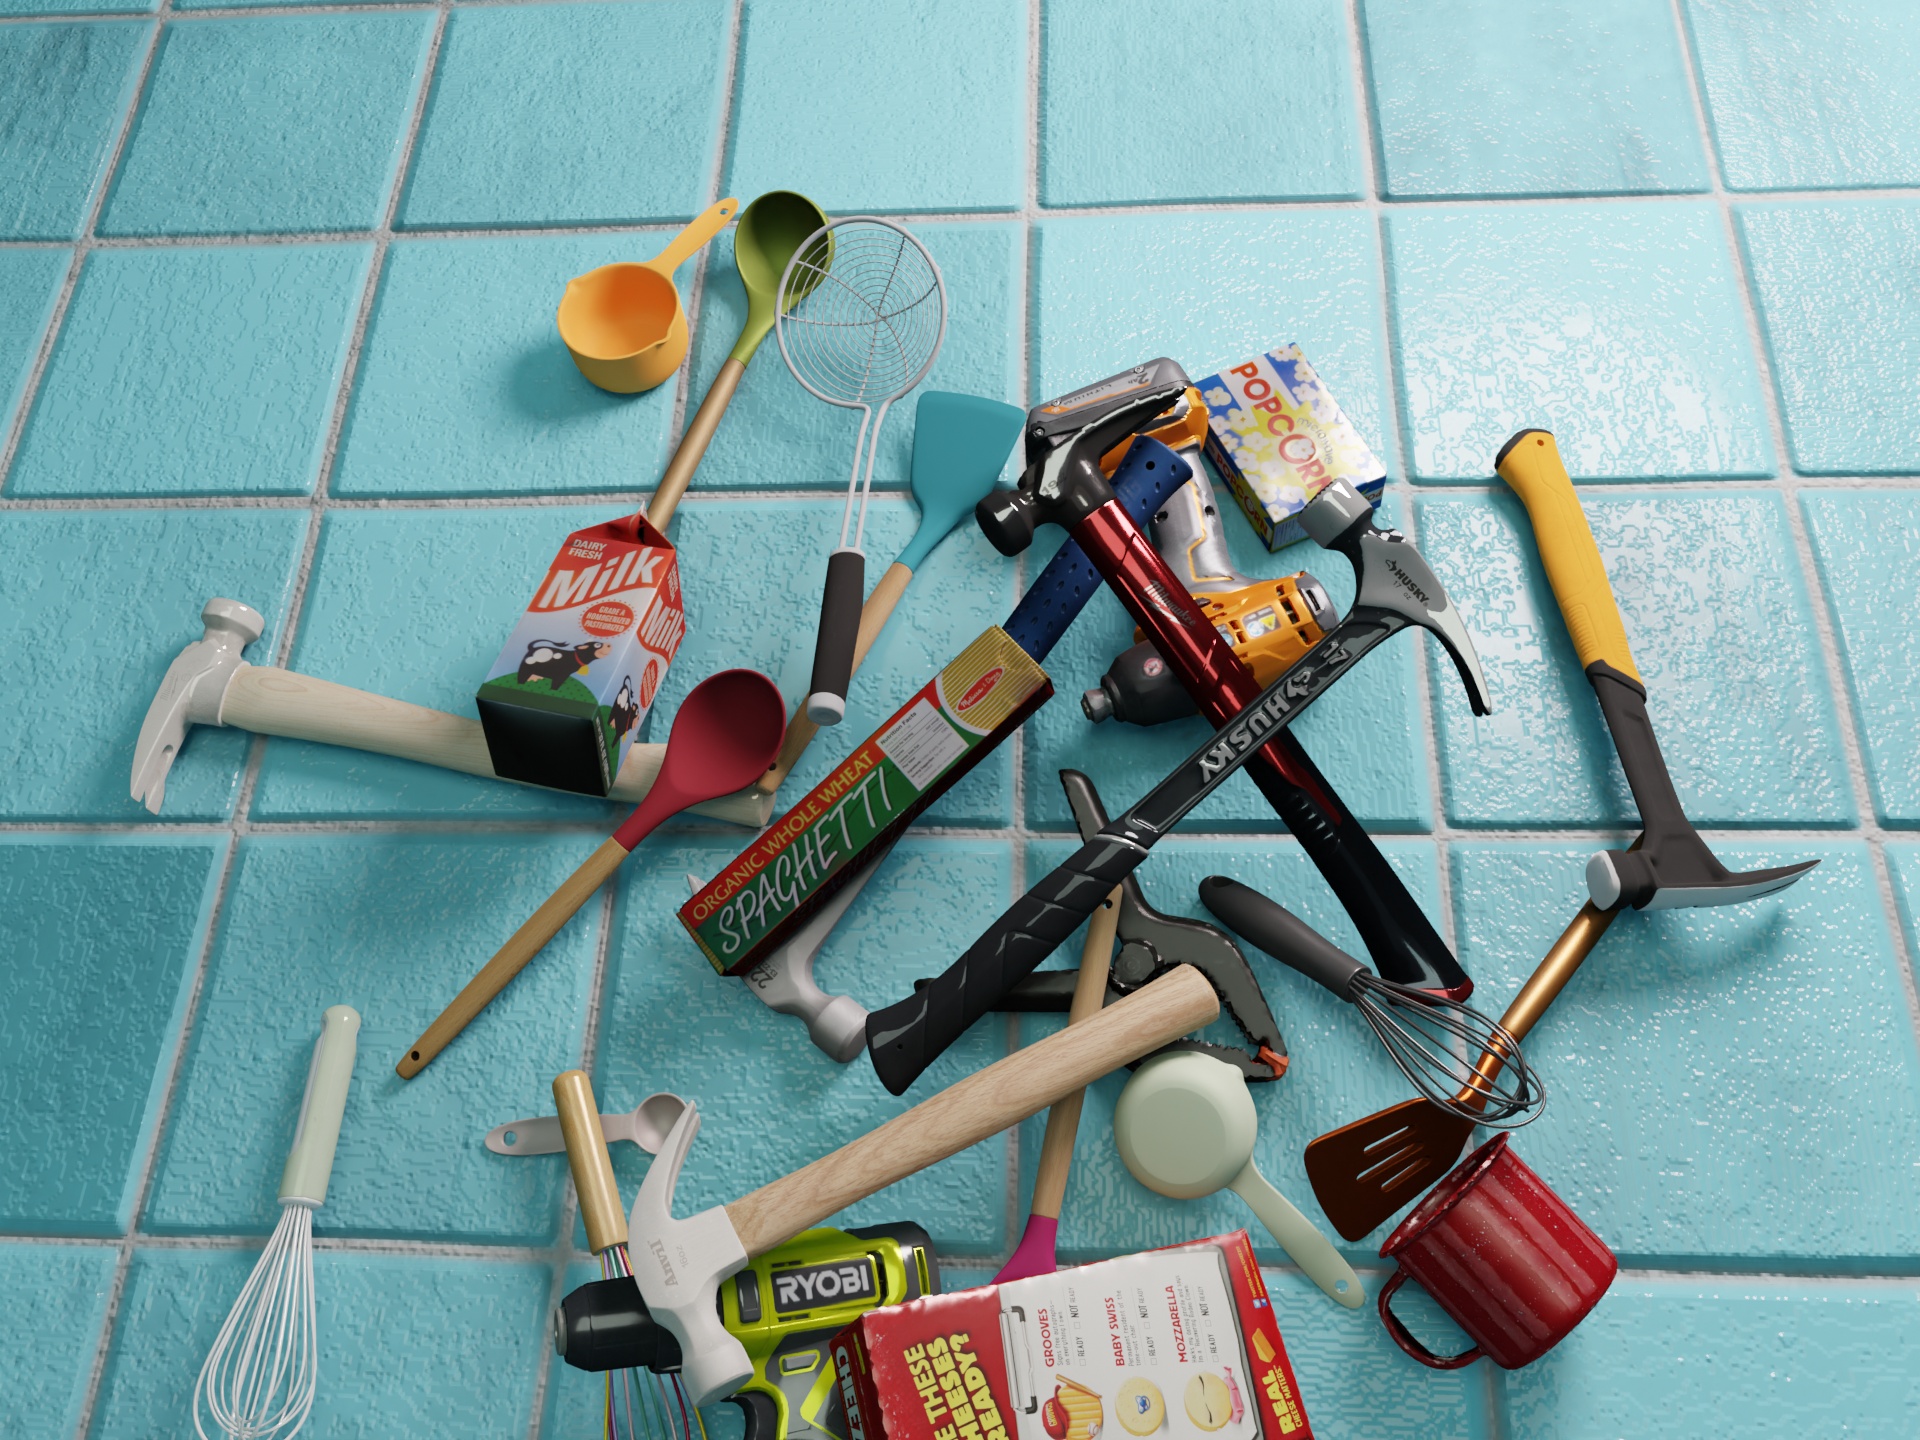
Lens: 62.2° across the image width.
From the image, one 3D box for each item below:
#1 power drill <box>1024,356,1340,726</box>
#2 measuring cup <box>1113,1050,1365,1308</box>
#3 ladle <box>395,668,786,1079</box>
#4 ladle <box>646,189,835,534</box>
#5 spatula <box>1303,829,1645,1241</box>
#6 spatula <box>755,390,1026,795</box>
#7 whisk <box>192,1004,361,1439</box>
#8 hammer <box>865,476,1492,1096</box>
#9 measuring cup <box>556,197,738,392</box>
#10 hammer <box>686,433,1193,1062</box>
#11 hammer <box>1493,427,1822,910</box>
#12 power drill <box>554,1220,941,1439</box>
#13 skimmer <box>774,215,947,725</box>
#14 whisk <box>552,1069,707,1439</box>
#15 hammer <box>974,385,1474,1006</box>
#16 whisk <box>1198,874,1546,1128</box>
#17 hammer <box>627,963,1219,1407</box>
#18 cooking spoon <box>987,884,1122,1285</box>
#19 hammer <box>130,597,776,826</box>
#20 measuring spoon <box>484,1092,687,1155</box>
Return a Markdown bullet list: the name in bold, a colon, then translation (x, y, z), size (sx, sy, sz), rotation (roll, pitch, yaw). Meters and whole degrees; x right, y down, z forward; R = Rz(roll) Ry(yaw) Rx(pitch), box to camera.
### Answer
- **power drill**: translation (0.120, -0.105, 1.012), size (0.164, 0.084, 0.227), rotation (-23, 68, -4)
- **measuring cup**: translation (0.150, 0.250, 0.844), size (0.168, 0.038, 0.083), rotation (45, 101, 14)
- **ladle**: translation (-0.220, 0.093, 0.946), size (0.069, 0.031, 0.315), rotation (42, 84, 14)
- **ladle**: translation (-0.172, -0.236, 1.113), size (0.078, 0.062, 0.320), rotation (16, 69, 17)
- **spatula**: translation (0.308, 0.155, 0.884), size (0.322, 0.081, 0.041), rotation (-43, 31, -24)
- **spatula**: translation (-0.053, -0.086, 1.023), size (0.082, 0.044, 0.318), rotation (16, 59, 23)
- **whisk**: translation (-0.369, 0.276, 0.883), size (0.059, 0.057, 0.247), rotation (17, 56, -25)
- **hammer**: translation (0.106, 0.058, 0.866), size (0.409, 0.036, 0.149), rotation (-43, 85, 2)
- **measuring cup**: translation (-0.214, -0.309, 1.155), size (0.095, 0.052, 0.174), rotation (32, 68, 18)
- **hammer**: translation (-0.002, -0.003, 0.948), size (0.144, 0.035, 0.405), rotation (35, 85, 21)
- **hammer**: translation (0.401, -0.043, 0.971), size (0.127, 0.034, 0.337), rotation (-2, 59, -8)
- **power drill**: translation (-0.092, 0.366, 0.771), size (0.190, 0.080, 0.229), rotation (-1, 62, -21)
- **skimmer**: translation (-0.078, -0.169, 1.018), size (0.127, 0.090, 0.364), rotation (-8, 54, 20)
- **whisk**: translation (-0.184, 0.304, 0.847), size (0.047, 0.051, 0.245), rotation (-23, 66, 3)
- **hammer**: translation (0.177, -0.007, 0.909), size (0.143, 0.038, 0.386), rotation (-35, 86, -8)
- **whisk**: translation (0.211, 0.144, 0.858), size (0.055, 0.055, 0.239), rotation (-40, 41, -14)
- **hammer**: translation (-0.012, 0.206, 0.813), size (0.331, 0.031, 0.130), rotation (-23, 60, -20)
- **cooking spoon**: translation (0.051, 0.241, 0.857), size (0.069, 0.017, 0.319), rotation (10, 74, 11)
- **hammer**: translation (-0.320, 0.023, 1.007), size (0.410, 0.038, 0.146), rotation (10, 67, 9)
- **measuring spoon**: translation (-0.211, 0.235, 0.908), size (0.124, 0.018, 0.034), rotation (-7, 71, 9)
